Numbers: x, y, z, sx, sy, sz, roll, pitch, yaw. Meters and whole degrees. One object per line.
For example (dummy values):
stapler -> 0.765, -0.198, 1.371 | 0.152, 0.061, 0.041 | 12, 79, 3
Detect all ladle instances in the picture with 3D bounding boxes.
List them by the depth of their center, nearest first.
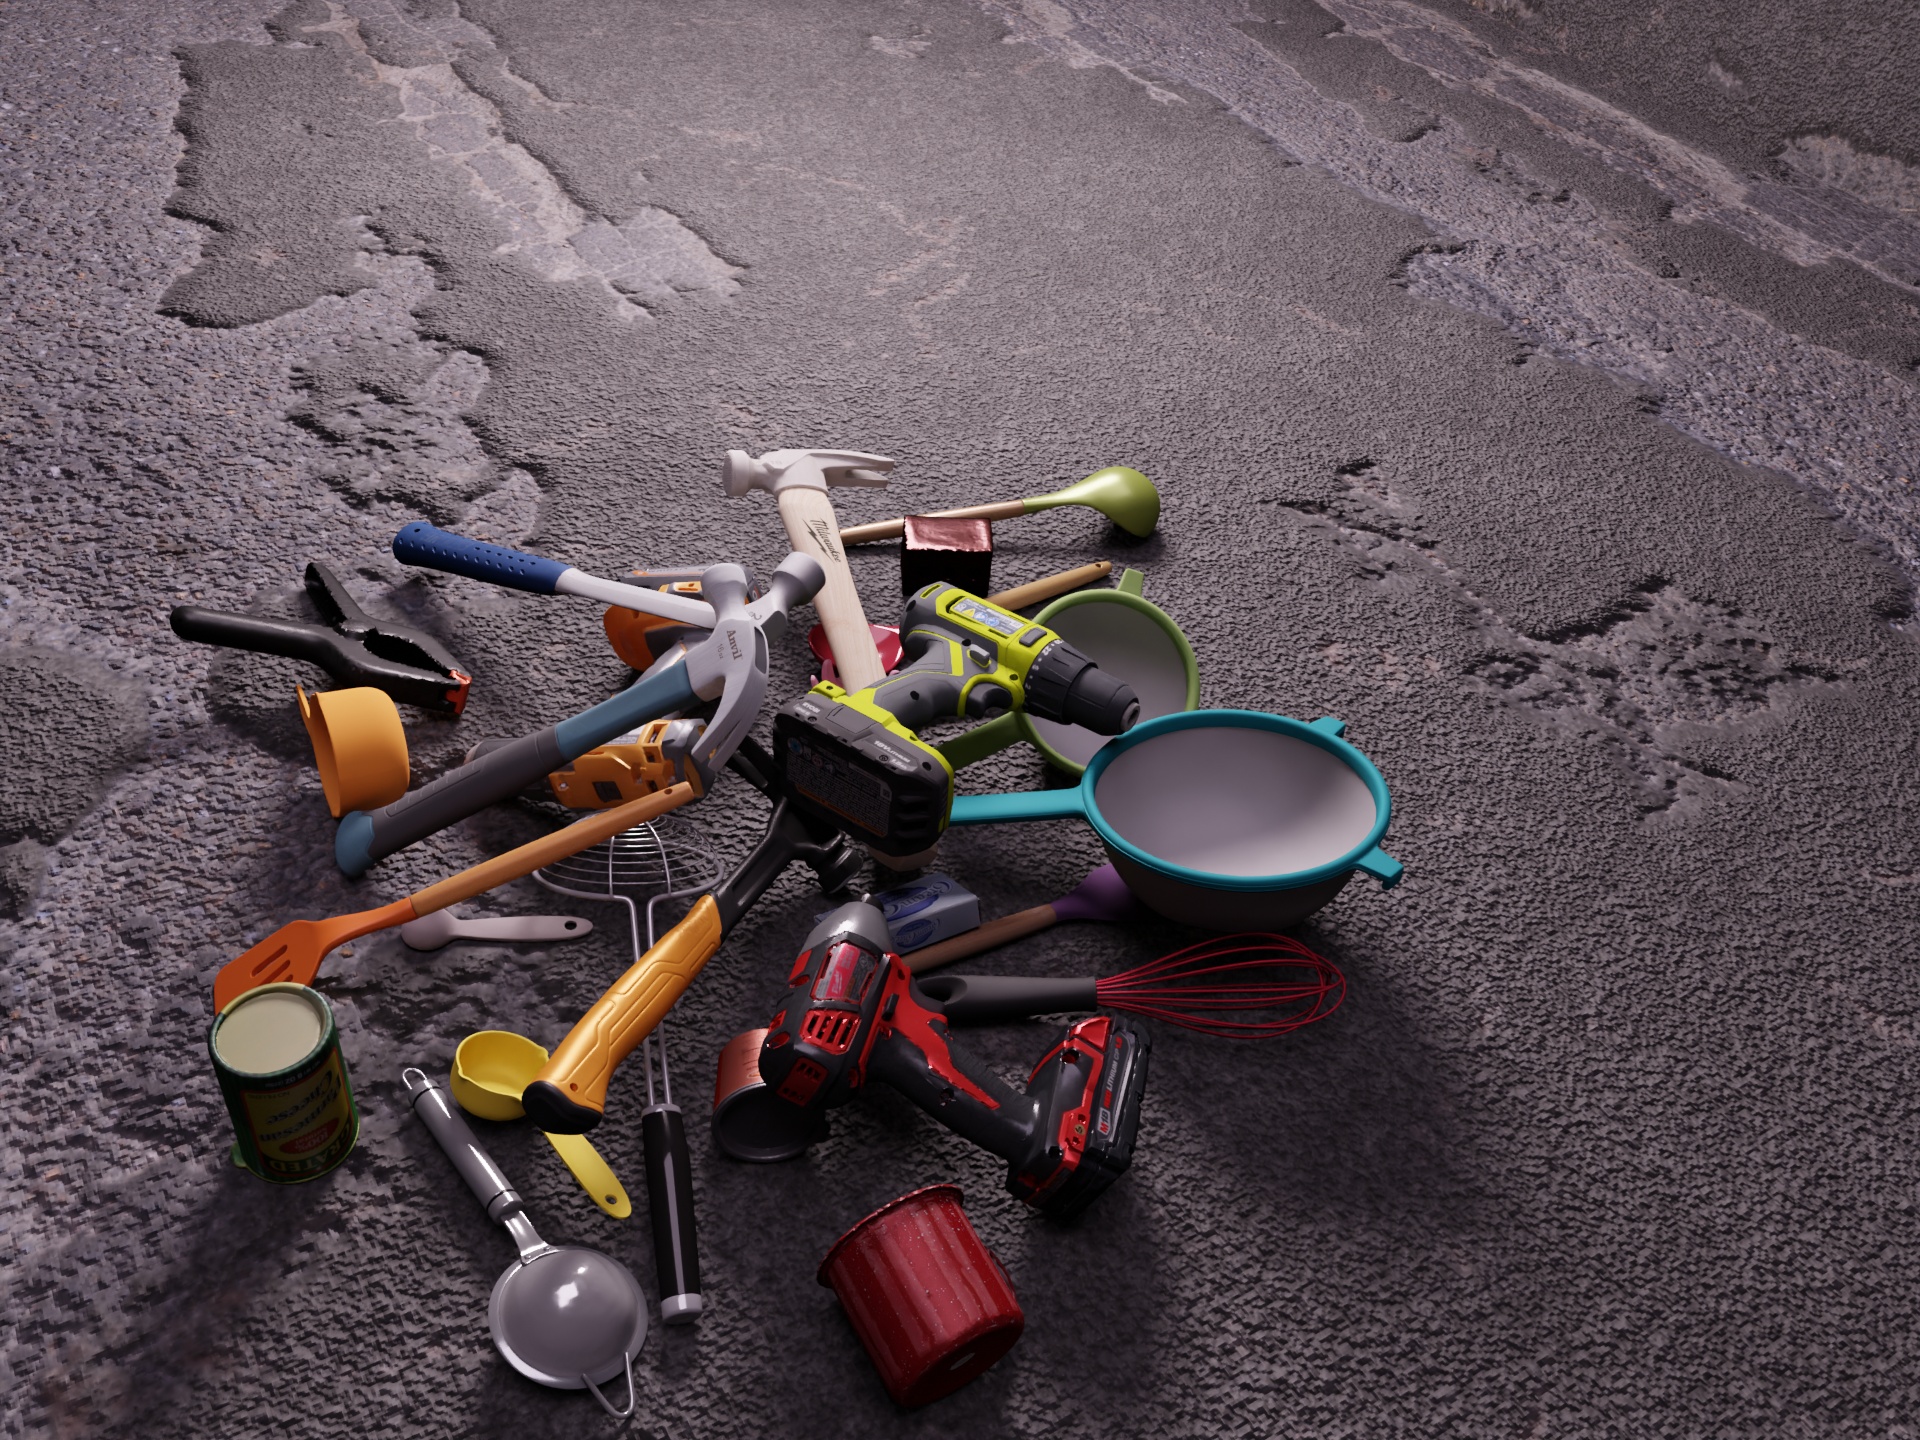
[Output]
ladle -> 0.007, -0.092, 1.356 | 0.315, 0.031, 0.069 | -20, 56, -31
ladle -> 0.031, -0.181, 1.456 | 0.320, 0.062, 0.078 | -11, 47, -11

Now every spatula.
spatula -> -0.319, 0.113, 1.006 | 0.322, 0.041, 0.081 | -23, 46, -13
spatula -> 0.043, 0.144, 1.107 | 0.316, 0.018, 0.060 | -15, 48, -25

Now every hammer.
hammer -> -0.170, 0.130, 0.982 | 0.127, 0.034, 0.337 | 49, 32, -7
hammer -> -0.274, 0.019, 1.053 | 0.331, 0.033, 0.128 | -25, 61, 12
hammer -> -0.295, -0.100, 1.204 | 0.406, 0.035, 0.144 | 15, 52, 34
hammer -> -0.077, -0.063, 1.236 | 0.146, 0.038, 0.411 | -3, 52, -22

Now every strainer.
strainer -> -0.253, 0.279, 0.895 | 0.087, 0.050, 0.259 | -12, 40, -44
strainer -> 0.126, 0.088, 1.117 | 0.340, 0.095, 0.211 | -3, 32, 1
strainer -> 0.061, -0.002, 1.243 | 0.256, 0.069, 0.151 | -25, 85, -10

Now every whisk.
whisk -> 0.108, 0.180, 1.053 | 0.296, 0.073, 0.073 | -2, 43, -2

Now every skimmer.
skimmer -> -0.196, 0.201, 0.996 | 0.127, 0.090, 0.364 | 0, 52, -20

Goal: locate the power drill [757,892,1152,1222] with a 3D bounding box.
power drill -> -0.002, 0.195, 0.952 | 0.219, 0.078, 0.143 | 26, 42, -7

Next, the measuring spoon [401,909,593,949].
measuring spoon -> -0.308, 0.134, 1.058 | 0.124, 0.018, 0.034 | 1, 42, -10

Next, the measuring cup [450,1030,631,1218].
measuring cup -> -0.245, 0.243, 0.933 | 0.157, 0.029, 0.062 | 40, 27, 28

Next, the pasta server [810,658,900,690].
pasta server -> 0.033, -0.030, 1.283 | 0.316, 0.040, 0.060 | -7, 53, -18

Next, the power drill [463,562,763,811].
power drill -> -0.251, -0.020, 1.184 | 0.185, 0.084, 0.226 | -3, 40, 17

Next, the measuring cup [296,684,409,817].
measuring cup -> -0.440, 0.005, 1.147 | 0.052, 0.095, 0.174 | -11, 27, -28

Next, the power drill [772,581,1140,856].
power drill -> -0.002, -0.004, 1.114 | 0.191, 0.080, 0.228 | 27, 42, 25
